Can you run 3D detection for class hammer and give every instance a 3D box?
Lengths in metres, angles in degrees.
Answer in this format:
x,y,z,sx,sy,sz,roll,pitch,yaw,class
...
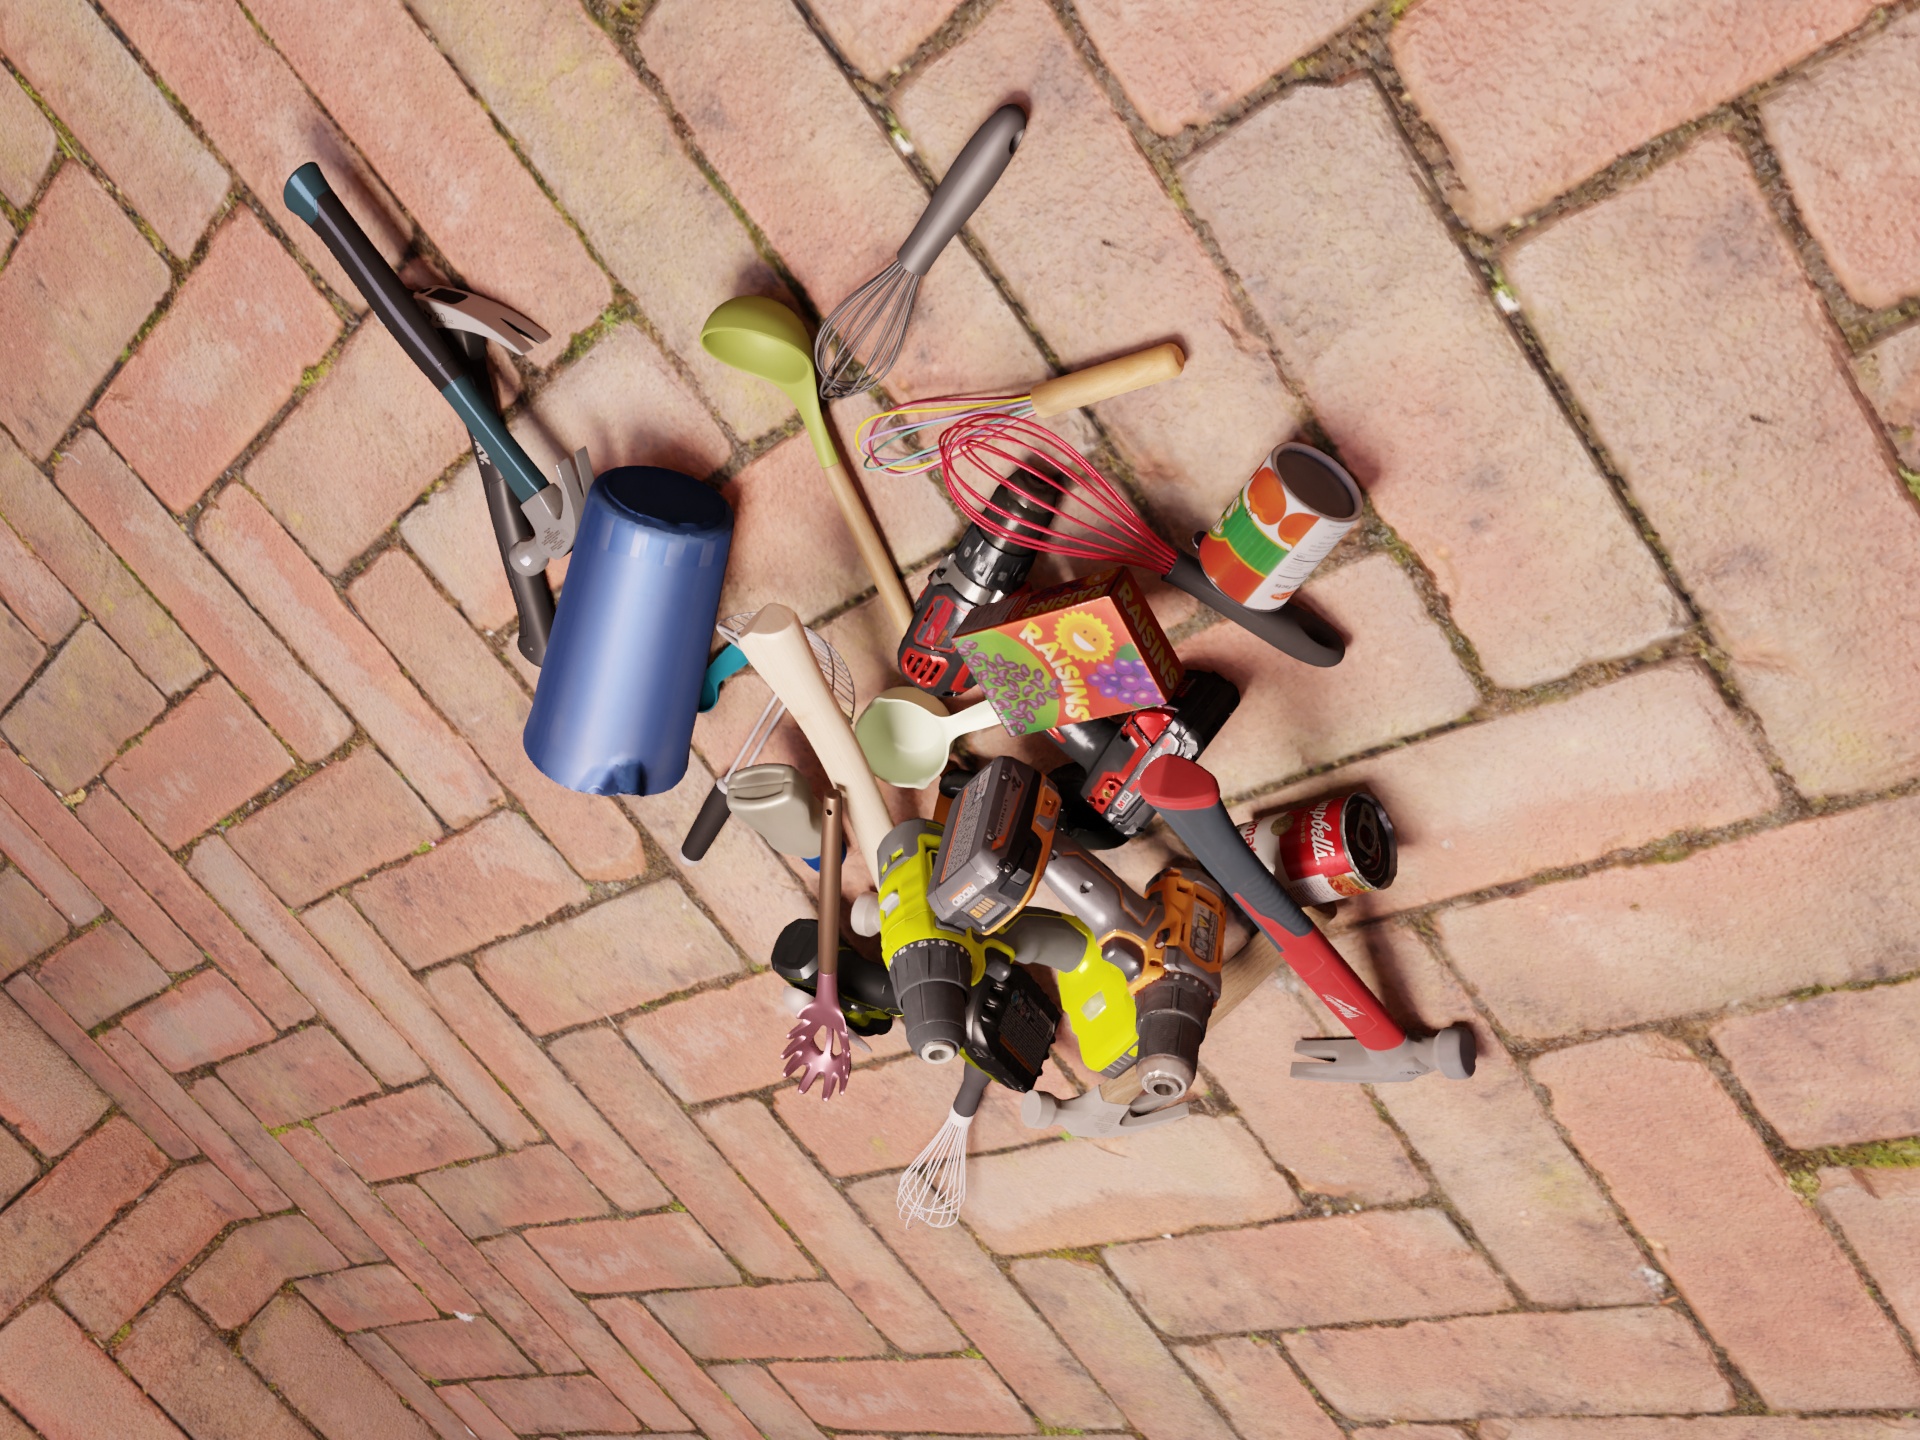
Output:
x,y,z,sx,sy,sz,roll,pitch,yaw,class
-0.369,-0.185,1.292,0.146,0.035,0.334,13,129,25,hammer
-0.067,0.061,1.214,0.146,0.038,0.410,10,145,25,hammer
0.183,0.236,1.244,0.130,0.031,0.331,14,132,-27,hammer
0.216,0.149,1.095,0.143,0.038,0.385,-11,137,37,hammer
-0.391,-0.264,1.196,0.128,0.033,0.331,-21,110,43,hammer

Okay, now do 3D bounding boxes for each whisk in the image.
x,y,z,sx,sy,sz,roll,pitch,yaw,class
-0.006,0.388,1.497,0.070,0.070,0.284,27,128,12,whisk
0.030,-0.201,1.025,0.245,0.051,0.047,-10,112,34,whisk
0.116,-0.108,1.007,0.295,0.073,0.073,27,135,-7,whisk
-0.027,-0.287,0.995,0.055,0.055,0.239,41,130,-2,whisk

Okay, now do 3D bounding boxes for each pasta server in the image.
x,y,z,sx,sy,sz,roll,pitch,yaw,class
-0.108,0.183,1.265,0.060,0.040,0.316,15,128,12,pasta server

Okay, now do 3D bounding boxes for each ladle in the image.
x,y,z,sx,sy,sz,roll,pitch,yaw,class
-0.088,-0.153,1.128,0.078,0.062,0.320,3,128,43,ladle

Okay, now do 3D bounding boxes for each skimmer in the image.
x,y,z,sx,sy,sz,roll,pitch,yaw,class
-0.186,0.038,1.310,0.127,0.090,0.363,36,135,0,skimmer

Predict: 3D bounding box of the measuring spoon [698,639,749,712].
x,y,z,sx,sy,sz,roll,pitch,yaw,class
-0.188,-0.049,1.301,0.128,0.021,0.042,-35,101,35,measuring spoon

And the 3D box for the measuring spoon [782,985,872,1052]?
x,y,z,sx,sy,sz,roll,pitch,yaw,class
-0.115,0.266,1.383,0.034,0.018,0.124,6,149,42,measuring spoon

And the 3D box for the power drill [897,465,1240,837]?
x,y,z,sx,sy,sz,roll,pitch,yaw,class
0.077,-0.049,1.090,0.227,0.080,0.187,37,128,8,power drill

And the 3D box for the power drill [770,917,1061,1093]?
x,y,z,sx,sy,sz,roll,pitch,yaw,class
-0.035,0.246,1.370,0.223,0.080,0.171,8,151,33,power drill

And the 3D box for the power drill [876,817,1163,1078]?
x,y,z,sx,sy,sz,roll,pitch,yaw,class
0.043,0.184,1.169,0.228,0.191,0.080,22,128,-26,power drill

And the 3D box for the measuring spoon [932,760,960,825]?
x,y,z,sx,sy,sz,roll,pitch,yaw,class
-0.015,0.079,1.289,0.021,0.011,0.116,22,133,16,measuring spoon

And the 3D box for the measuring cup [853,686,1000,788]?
x,y,z,sx,sy,sz,roll,pitch,yaw,class
-0.002,-0.004,1.209,0.167,0.038,0.083,-19,110,22,measuring cup

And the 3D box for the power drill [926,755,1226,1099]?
x,y,z,sx,sy,sz,roll,pitch,yaw,class
0.090,0.148,1.121,0.226,0.185,0.084,33,131,-16,power drill
